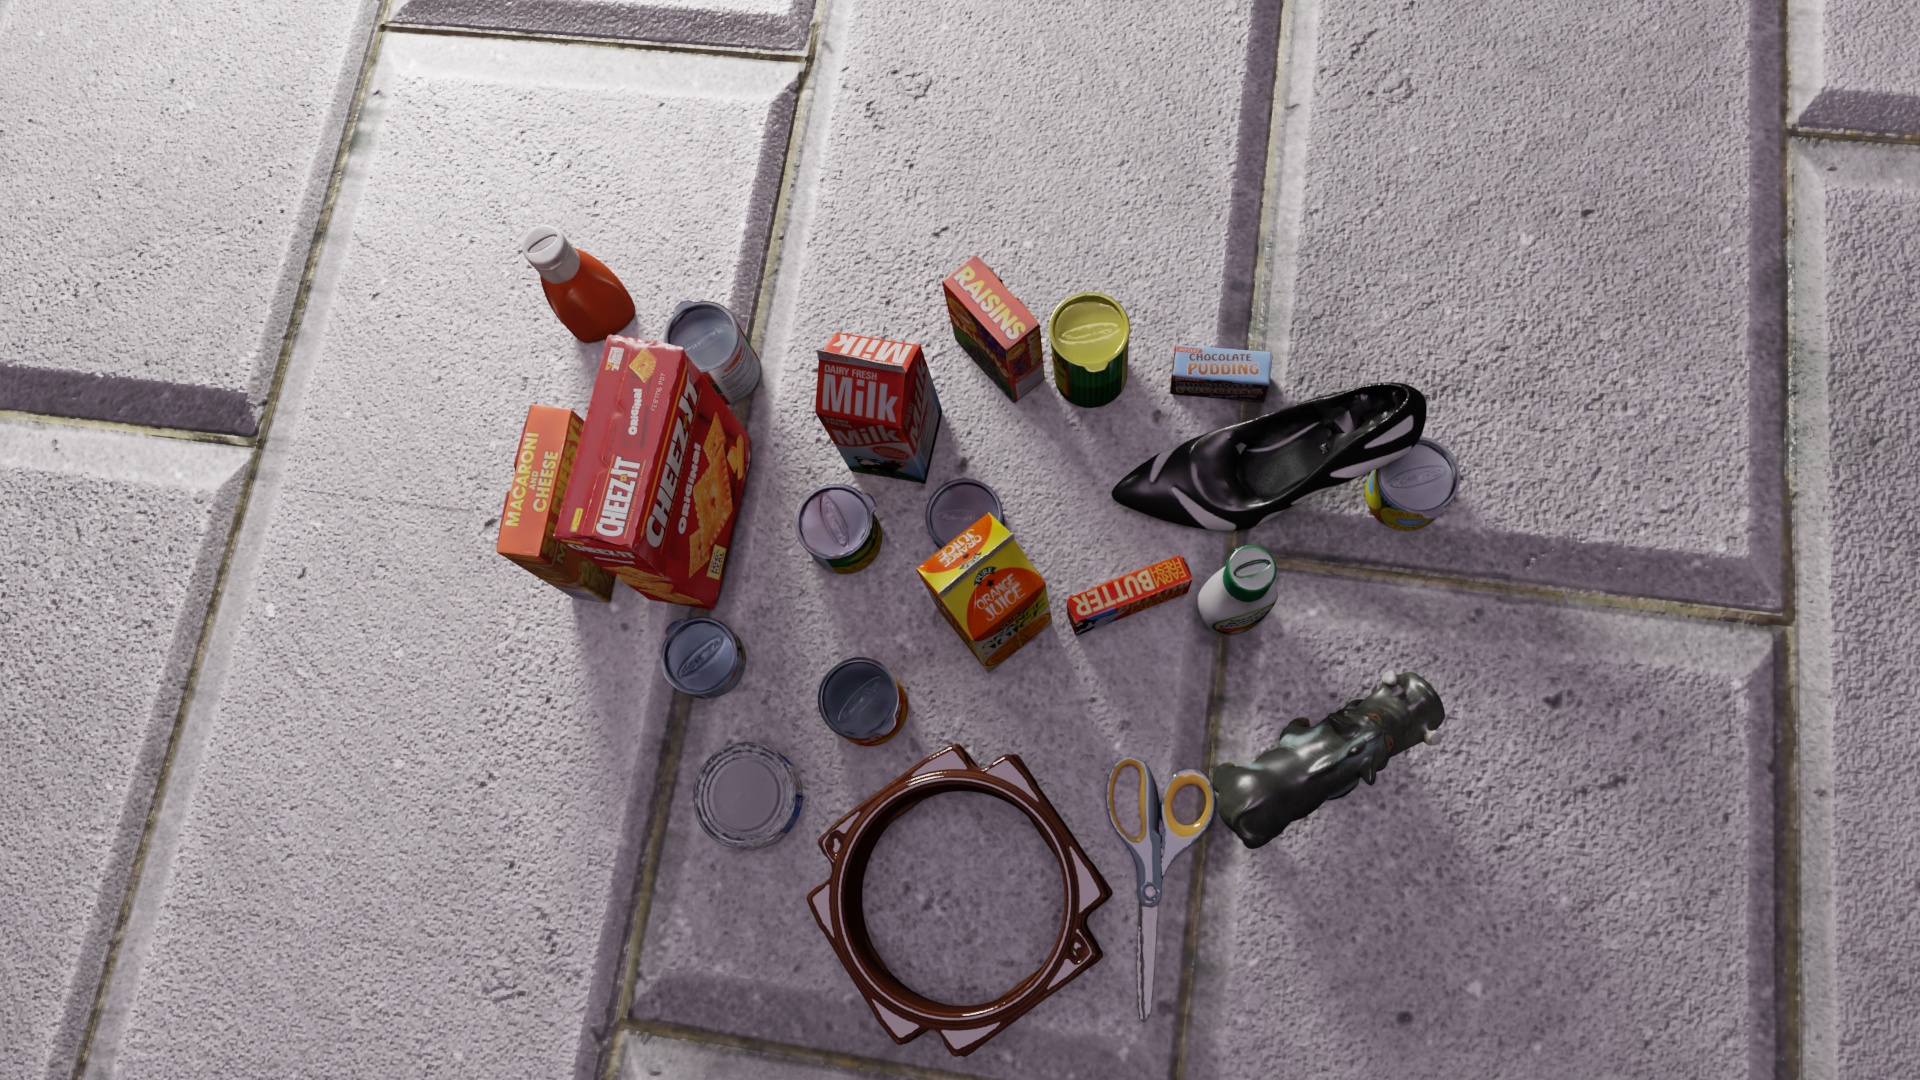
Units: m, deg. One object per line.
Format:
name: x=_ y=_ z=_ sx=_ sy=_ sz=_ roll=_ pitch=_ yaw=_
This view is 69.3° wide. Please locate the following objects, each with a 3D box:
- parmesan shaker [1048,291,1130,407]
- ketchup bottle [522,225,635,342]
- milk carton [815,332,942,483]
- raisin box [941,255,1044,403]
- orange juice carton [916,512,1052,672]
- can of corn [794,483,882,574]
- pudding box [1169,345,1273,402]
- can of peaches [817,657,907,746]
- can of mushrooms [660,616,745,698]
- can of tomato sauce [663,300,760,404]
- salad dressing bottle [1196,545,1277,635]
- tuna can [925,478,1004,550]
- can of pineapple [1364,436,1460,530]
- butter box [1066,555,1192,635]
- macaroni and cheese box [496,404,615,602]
parmesan shaker: x=0.110 y=-0.157 z=1.179 sx=0.071 sy=0.103 sz=0.071 roll=-1 pitch=75 yaw=5
ketchup bottle: x=-0.337 y=-0.225 z=1.217 sx=0.065 sy=0.148 sz=0.043 roll=-32 pitch=74 yaw=-3
milk carton: x=-0.067 y=-0.113 z=1.138 sx=0.072 sy=0.190 sz=0.073 roll=11 pitch=76 yaw=8
raisin box: x=0.030 y=-0.178 z=1.181 sx=0.040 sy=0.123 sz=0.086 roll=-39 pitch=75 yaw=-5
orange juice carton: x=0.020 y=0.040 z=1.086 sx=0.072 sy=0.192 sz=0.073 roll=-38 pitch=75 yaw=-5
can of corn: x=-0.101 y=-0.010 z=1.181 sx=0.071 sy=0.058 sz=0.071 roll=-1 pitch=75 yaw=5
pudding box: x=0.223 y=-0.143 z=1.192 sx=0.084 sy=0.049 sz=0.030 roll=6 pitch=76 yaw=7
can of peaches: x=-0.077 y=0.135 z=1.139 sx=0.071 sy=0.058 sz=0.071 roll=-1 pitch=75 yaw=5
can of mushrooms: x=-0.218 y=0.098 z=1.175 sx=0.071 sy=0.033 sz=0.071 roll=-1 pitch=75 yaw=5
can of tomato sauce: x=-0.219 y=-0.165 z=1.223 sx=0.071 sy=0.083 sz=0.071 roll=-1 pitch=75 yaw=5
salad dressing bottle: x=0.221 y=0.039 z=1.090 sx=0.064 sy=0.147 sz=0.044 roll=-18 pitch=74 yaw=1
tuna can: x=0.004 y=-0.015 z=1.186 sx=0.071 sy=0.032 sz=0.071 roll=-1 pitch=75 yaw=5
can of pineapple: x=0.372 y=-0.044 z=1.146 sx=0.071 sy=0.057 sz=0.071 roll=-1 pitch=75 yaw=5
butter box: x=0.138 y=0.045 z=1.145 sx=0.103 sy=0.053 sz=0.024 roll=-21 pitch=74 yaw=0
macaroni and cheese box: x=-0.323 y=-0.026 z=1.151 sx=0.040 sy=0.166 sz=0.124 roll=7 pitch=76 yaw=7
